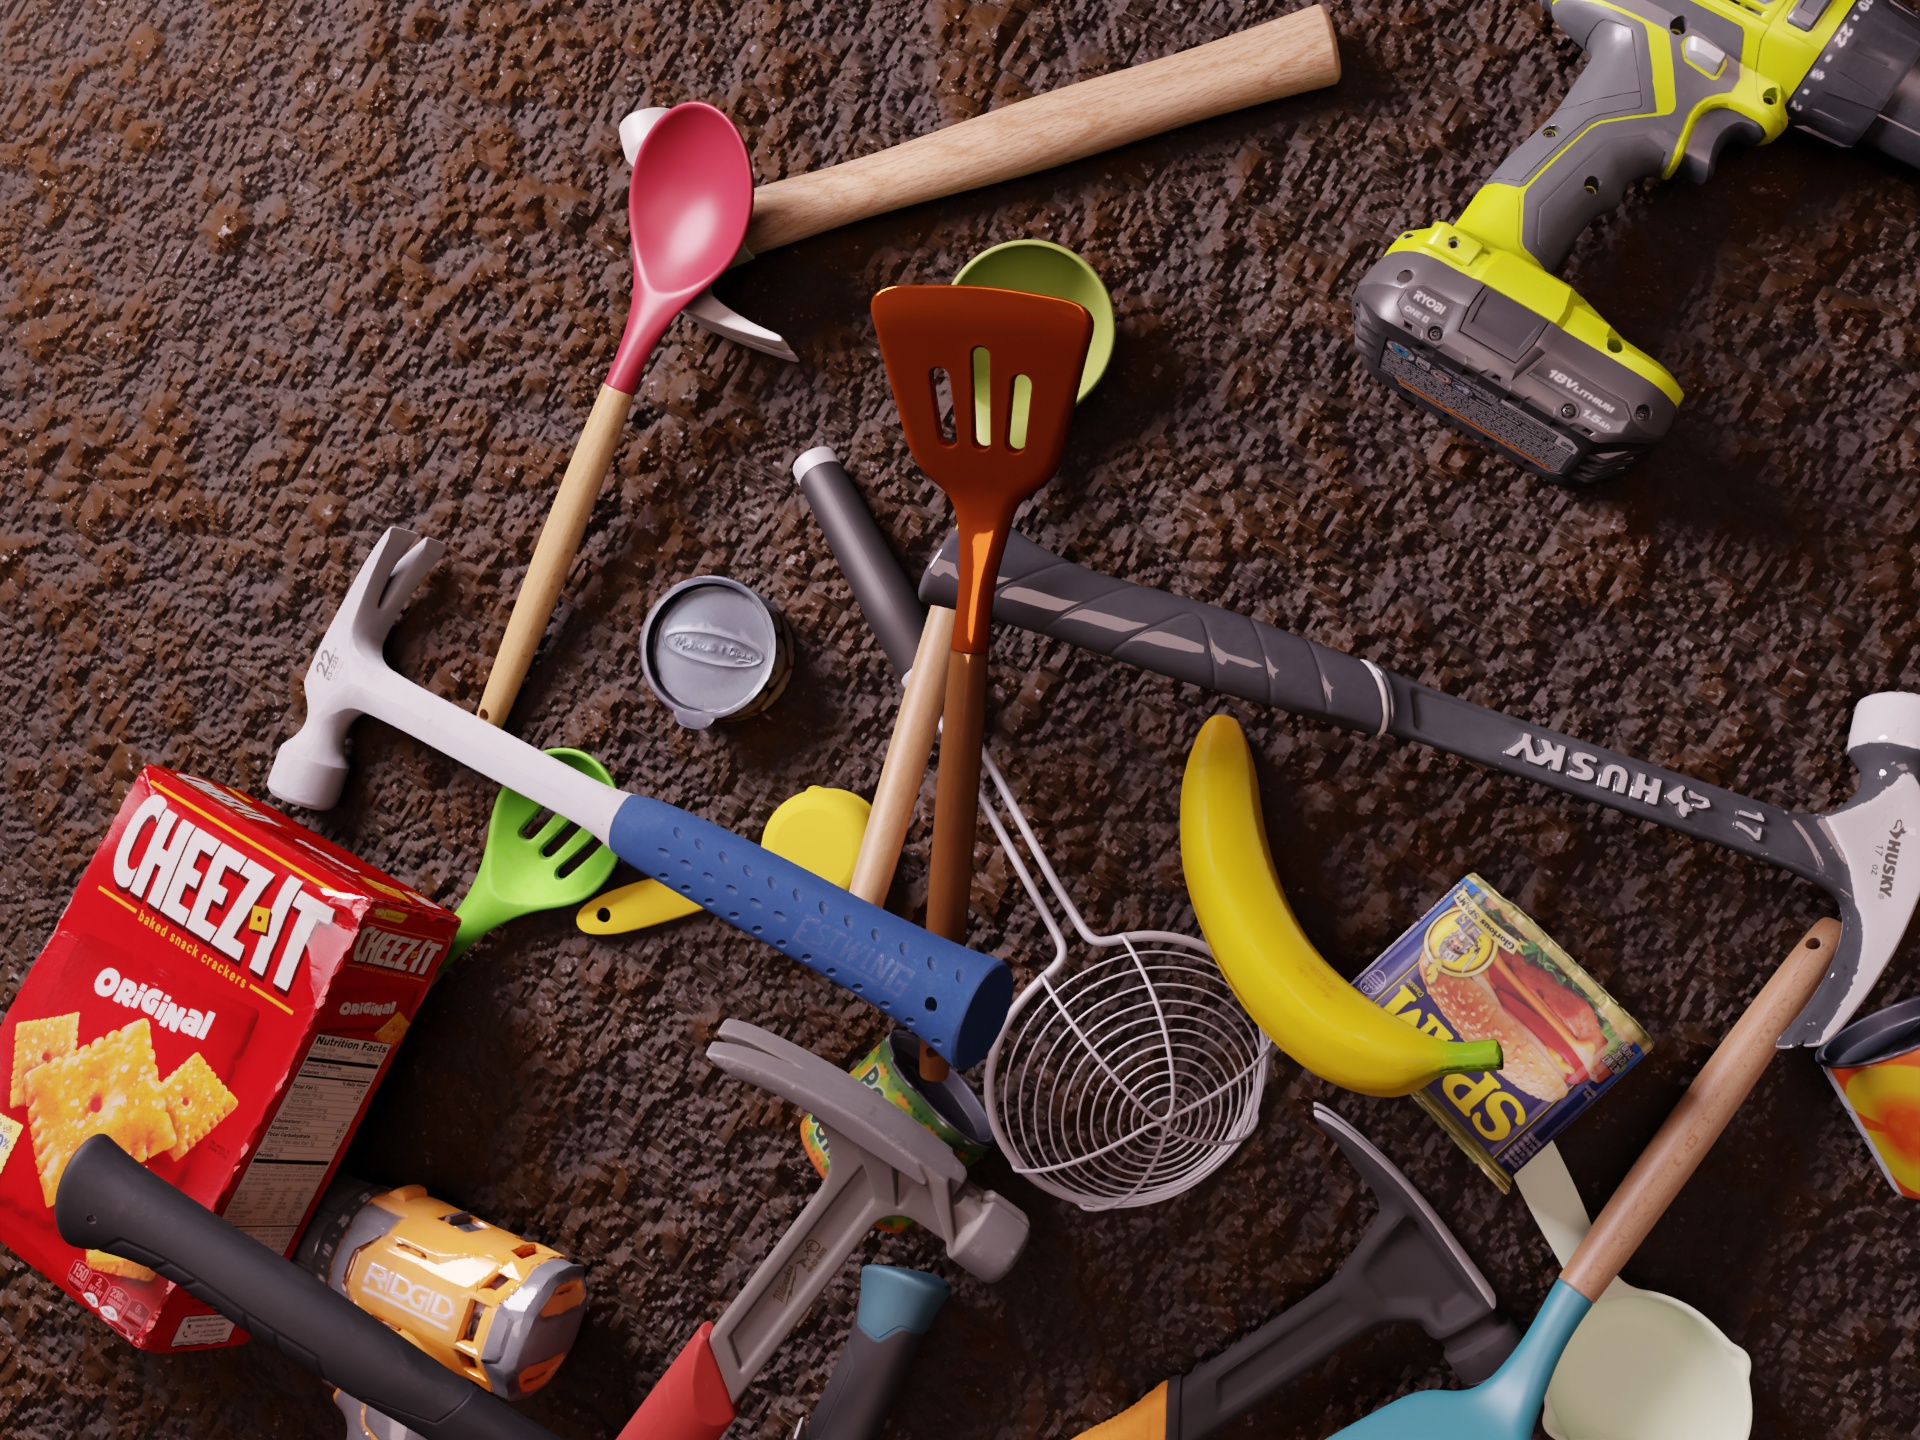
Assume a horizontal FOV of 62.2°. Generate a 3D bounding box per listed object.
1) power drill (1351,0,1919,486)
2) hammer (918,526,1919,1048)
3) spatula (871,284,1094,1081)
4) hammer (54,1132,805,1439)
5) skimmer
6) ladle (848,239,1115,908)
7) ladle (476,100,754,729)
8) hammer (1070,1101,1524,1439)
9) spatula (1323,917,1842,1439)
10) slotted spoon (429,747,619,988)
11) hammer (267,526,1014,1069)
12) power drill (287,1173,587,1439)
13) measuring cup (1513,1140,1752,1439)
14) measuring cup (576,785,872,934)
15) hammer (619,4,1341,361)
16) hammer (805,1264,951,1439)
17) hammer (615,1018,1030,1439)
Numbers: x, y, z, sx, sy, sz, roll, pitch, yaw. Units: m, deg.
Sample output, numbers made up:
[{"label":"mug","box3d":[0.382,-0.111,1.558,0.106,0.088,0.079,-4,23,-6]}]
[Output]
[{"label":"power drill","box3d":[0.288,-0.215,0.651,0.190,0.080,0.228,34,91,12]},{"label":"hammer","box3d":[0.180,0.002,0.631,0.409,0.036,0.149,18,76,3]},{"label":"spatula","box3d":[-0.001,-0.002,0.616,0.081,0.041,0.322,8,107,11]},{"label":"hammer","box3d":[-0.217,0.270,0.647,0.334,0.035,0.146,34,106,-3]},{"label":"skimmer","box3d":[0.014,0.040,0.712,0.127,0.090,0.363,-27,71,-5]},{"label":"ladle","box3d":[-0.003,-0.058,0.671,0.078,0.062,0.320,14,74,5]},{"label":"ladle","box3d":[-0.168,-0.130,0.741,0.069,0.031,0.315,29,103,22]},{"label":"hammer","box3d":[0.066,0.308,0.684,0.337,0.034,0.127,-38,81,7]},{"label":"spatula","box3d":[0.253,0.199,0.621,0.317,0.044,0.082,-51,37,-8]},{"label":"slotted spoon","box3d":[-0.272,0.131,0.767,0.314,0.031,0.070,-44,80,8]},{"label":"hammer","box3d":[-0.149,0.034,0.679,0.406,0.035,0.144,23,93,31]},{"label":"power drill","box3d":[-0.289,0.325,0.732,0.185,0.084,0.226,17,86,18]},{"label":"measuring cup","box3d":[0.258,0.229,0.655,0.083,0.038,0.168,-24,66,8]},{"label":"measuring cup","box3d":[-0.110,0.074,0.734,0.156,0.029,0.062,-17,83,8]},{"label":"hammer","box3d":[0.008,-0.259,0.731,0.331,0.031,0.130,-13,84,10]},{"label":"hammer","box3d":[-0.089,0.390,0.693,0.128,0.033,0.331,21,85,46]},{"label":"hammer","box3d":[-0.130,0.298,0.681,0.149,0.037,0.359,35,106,-3]}]
